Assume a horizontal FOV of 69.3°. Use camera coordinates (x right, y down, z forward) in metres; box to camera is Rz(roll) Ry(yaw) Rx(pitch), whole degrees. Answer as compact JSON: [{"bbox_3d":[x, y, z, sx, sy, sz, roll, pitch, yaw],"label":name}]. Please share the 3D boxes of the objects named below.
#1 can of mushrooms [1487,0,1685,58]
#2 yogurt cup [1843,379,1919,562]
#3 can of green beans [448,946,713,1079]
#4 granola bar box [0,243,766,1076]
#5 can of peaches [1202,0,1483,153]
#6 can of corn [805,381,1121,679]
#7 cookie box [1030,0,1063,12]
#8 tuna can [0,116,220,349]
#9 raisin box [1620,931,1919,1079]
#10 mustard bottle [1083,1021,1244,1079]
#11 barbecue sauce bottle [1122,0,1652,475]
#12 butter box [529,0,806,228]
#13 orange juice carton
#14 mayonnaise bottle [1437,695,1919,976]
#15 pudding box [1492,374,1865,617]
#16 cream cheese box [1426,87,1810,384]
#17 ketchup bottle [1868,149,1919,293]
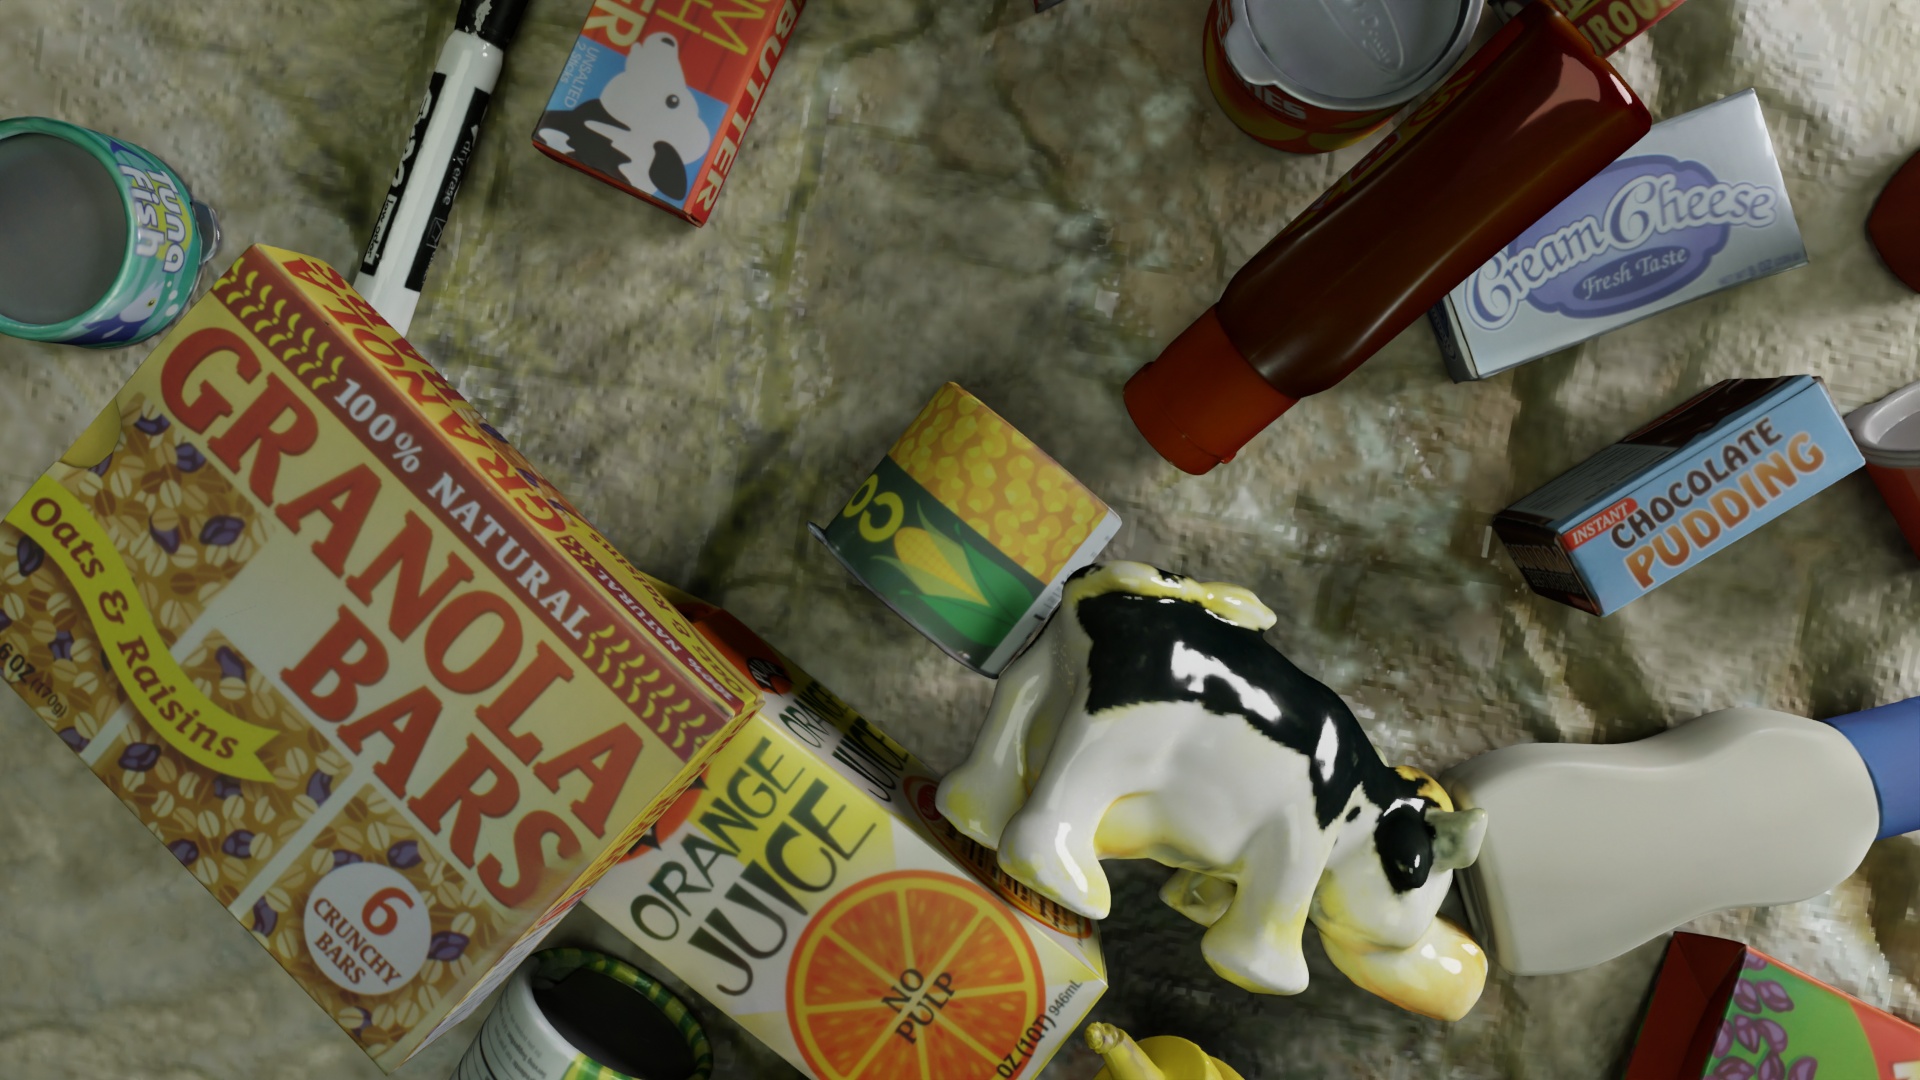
[{"bbox_3d":[0.182,-0.158,0.382,0.071,0.071,0.033,-38,93,4],"label":"can of mushrooms"},{"bbox_3d":[0.296,-0.017,0.389,0.072,0.072,0.054,-26,100,3],"label":"yogurt cup"},{"bbox_3d":[-0.115,0.163,0.409,0.071,0.071,0.058,32,93,0],"label":"can of green beans"},{"bbox_3d":[-0.151,0.028,0.348,0.165,0.039,0.124,44,95,3],"label":"granola bar box"},{"bbox_3d":[0.102,-0.146,0.391,0.071,0.058,0.071,0,94,2],"label":"can of peaches"},{"bbox_3d":[0.001,-0.005,0.396,0.071,0.071,0.058,39,93,0],"label":"can of corn"},{"bbox_3d":[0.088,-0.208,0.355,0.167,0.123,0.040,-26,93,3],"label":"cookie box"},{"bbox_3d":[-0.266,-0.092,0.418,0.071,0.033,0.071,0,93,2],"label":"tuna can"},{"bbox_3d":[0.259,0.180,0.403,0.123,0.040,0.086,26,79,0],"label":"raisin box"},{"bbox_3d":[0.075,0.187,0.392,0.065,0.049,0.160,-31,110,-2],"label":"mustard bottle"},{"bbox_3d":[0.109,-0.075,0.376,0.148,0.065,0.043,-42,86,28],"label":"barbecue sauce bottle"},{"bbox_3d":[-0.081,-0.152,0.413,0.053,0.024,0.103,26,93,1],"label":"butter box"},{"bbox_3d":[-0.056,0.083,0.400,0.193,0.073,0.072,38,94,0],"label":"orange juice carton"},{"bbox_3d":[0.221,0.080,0.407,0.148,0.041,0.064,-14,94,2],"label":"mayonnaise bottle"},{"bbox_3d":[0.203,-0.014,0.398,0.084,0.050,0.030,-32,93,3],"label":"pudding box"},{"bbox_3d":[0.187,-0.088,0.407,0.104,0.024,0.053,-20,90,3],"label":"cream cheese box"},{"bbox_3d":[0.296,-0.098,0.341,0.064,0.149,0.043,-40,90,4],"label":"ketchup bottle"}]
